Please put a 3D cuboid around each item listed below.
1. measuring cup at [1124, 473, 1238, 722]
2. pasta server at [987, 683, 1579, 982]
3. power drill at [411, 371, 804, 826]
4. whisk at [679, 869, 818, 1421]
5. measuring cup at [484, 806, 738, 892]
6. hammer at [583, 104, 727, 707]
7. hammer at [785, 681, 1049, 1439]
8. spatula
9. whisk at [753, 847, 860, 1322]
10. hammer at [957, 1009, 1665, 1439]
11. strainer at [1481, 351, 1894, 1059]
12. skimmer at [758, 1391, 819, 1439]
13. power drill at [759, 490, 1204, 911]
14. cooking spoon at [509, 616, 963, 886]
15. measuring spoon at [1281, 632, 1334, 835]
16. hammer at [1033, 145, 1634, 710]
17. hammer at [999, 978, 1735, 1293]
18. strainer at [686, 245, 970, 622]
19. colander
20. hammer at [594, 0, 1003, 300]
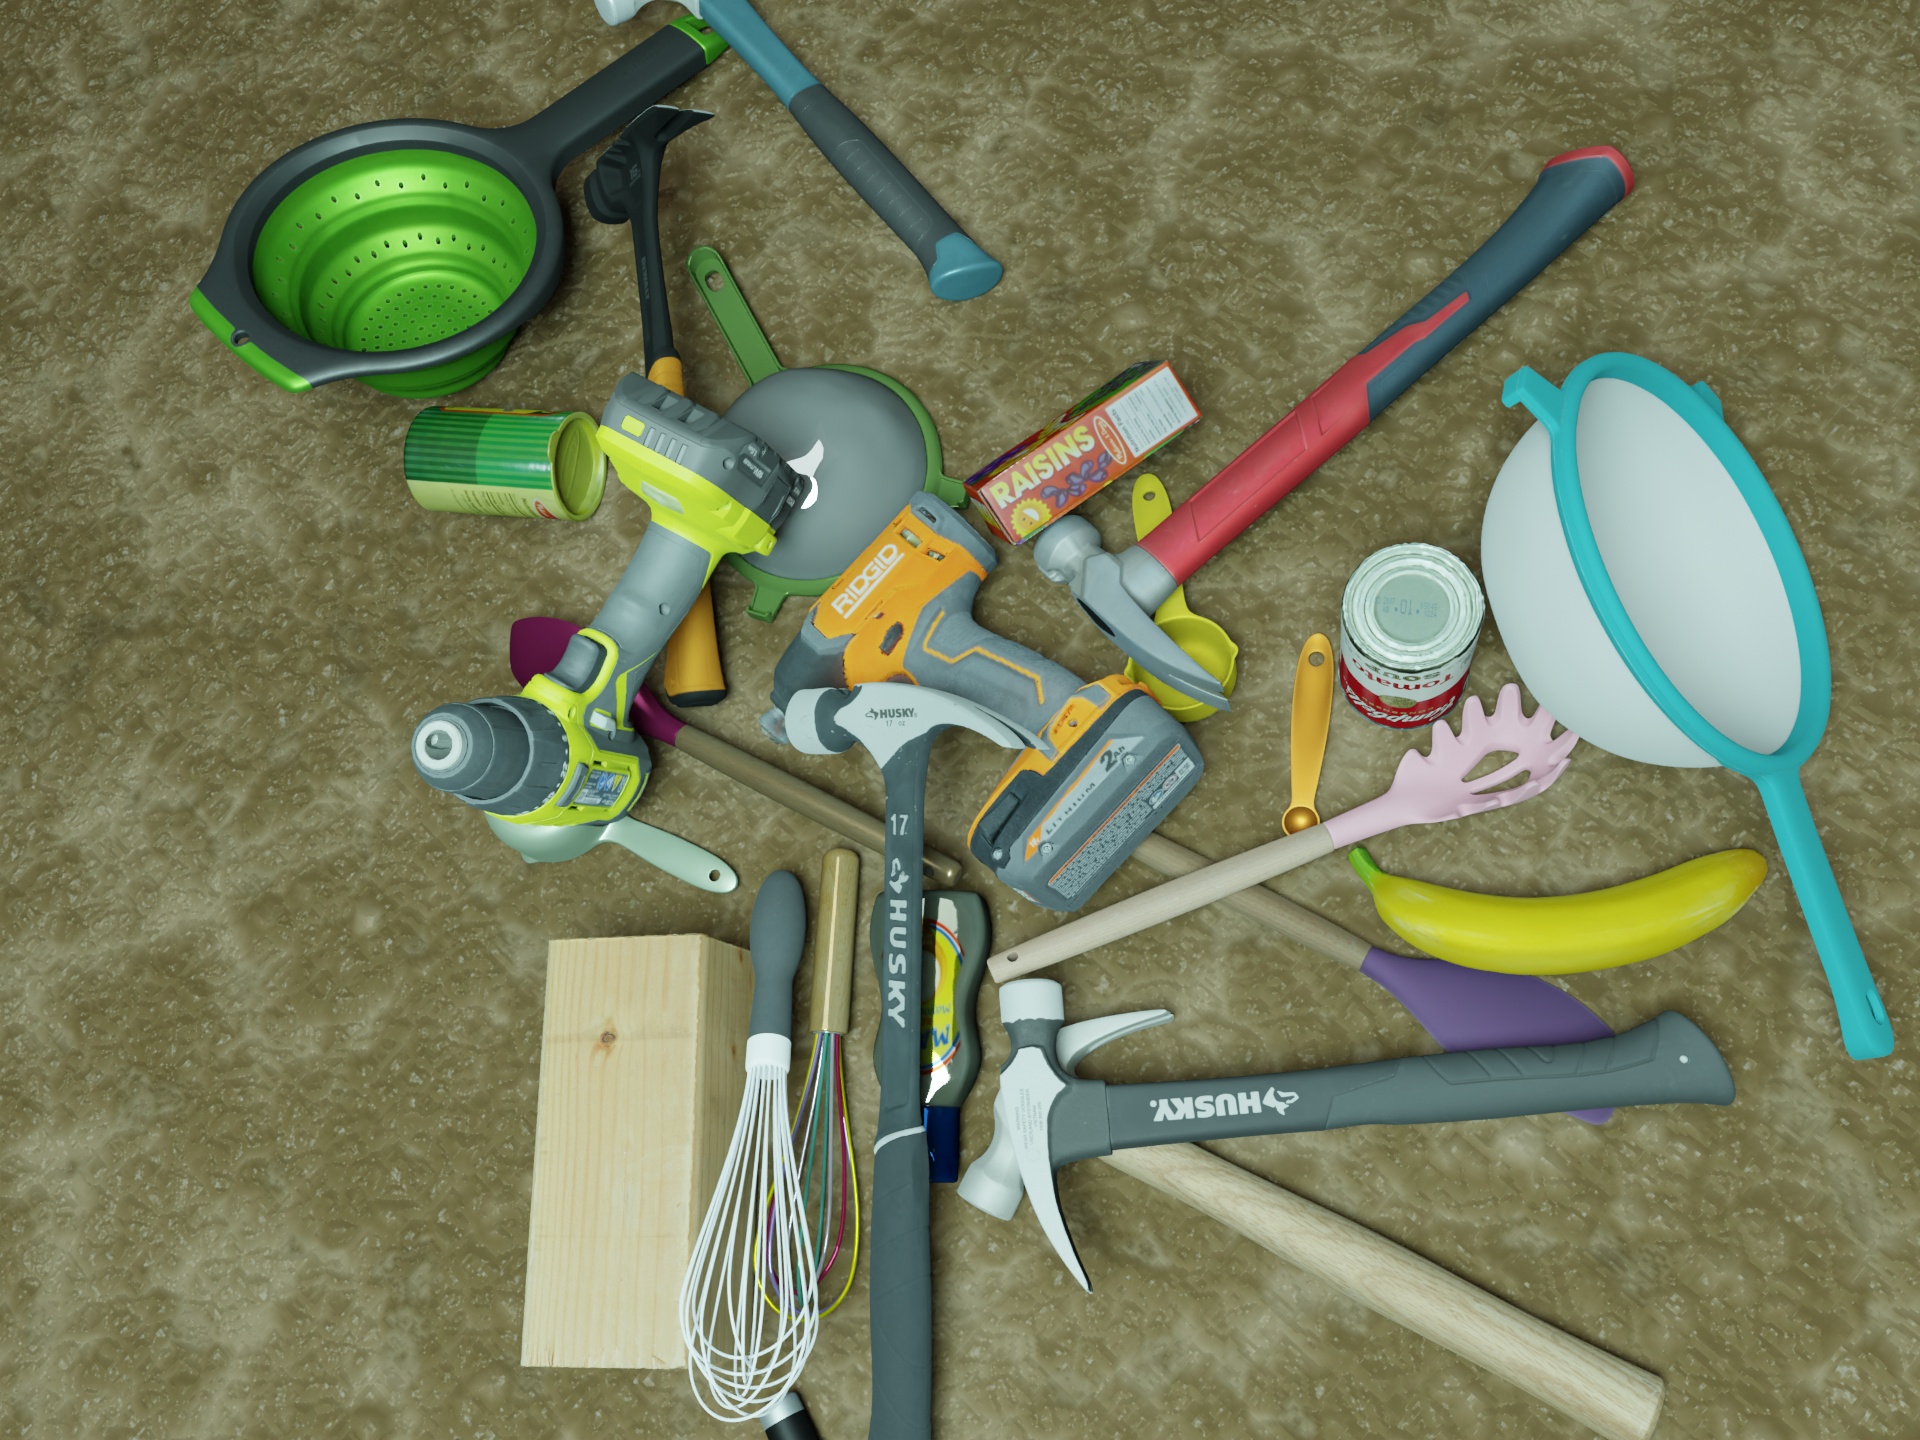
[{"bbox_3d":[0.117,-0.069,0.883,0.062,0.029,0.157,-13,59,12],"label":"measuring cup"},{"bbox_3d":[0.160,0.065,0.804,0.316,0.040,0.060,-22,52,-1],"label":"pasta server"},{"bbox_3d":[-0.179,-0.051,0.801,0.080,0.190,0.228,28,89,11],"label":"power drill"},{"bbox_3d":[-0.099,0.197,0.790,0.070,0.070,0.285,-9,51,11],"label":"whisk"},{"bbox_3d":[-0.201,0.058,0.907,0.168,0.038,0.083,23,80,21],"label":"measuring cup"},{"bbox_3d":[-0.166,-0.176,0.918,0.034,0.127,0.337,-5,87,-33],"label":"hammer"},{"bbox_3d":[-0.025,0.184,0.772,0.149,0.036,0.409,-2,86,40],"label":"hammer"},{"bbox_3d":[0.184,0.107,0.812,0.316,0.018,0.060,26,63,19],"label":"spatula"},{"bbox_3d":[-0.075,0.187,0.839,0.047,0.051,0.245,-3,70,18],"label":"whisk"},{"bbox_3d":[0.169,0.247,0.767,0.331,0.031,0.130,24,81,18],"label":"hammer"},{"bbox_3d":[0.336,-0.002,0.756,0.095,0.211,0.340,-27,75,48],"label":"strainer"},{"bbox_3d":[0.000,0.472,0.710,0.127,0.090,0.364,-18,64,-27],"label":"skimmer"},{"bbox_3d":[-0.001,-0.003,0.848,0.164,0.084,0.227,-47,59,1],"label":"power drill"},{"bbox_3d":[-0.136,0.019,0.890,0.319,0.017,0.068,25,124,21],"label":"cooking spoon"},{"bbox_3d":[0.186,0.009,0.848,0.021,0.011,0.117,4,71,17],"label":"measuring spoon"},{"bbox_3d":[0.227,-0.170,0.857,0.386,0.038,0.143,-41,57,-5],"label":"hammer"},{"bbox_3d":[0.188,0.182,0.749,0.335,0.035,0.146,-6,68,6],"label":"hammer"},{"bbox_3d":[-0.114,-0.197,0.947,0.151,0.069,0.256,-30,71,3],"label":"strainer"},{"bbox_3d":[-0.291,-0.325,1.028,0.205,0.094,0.397,39,68,17],"label":"colander"},{"bbox_3d":[-0.090,-0.383,1.003,0.128,0.033,0.331,-33,73,-19],"label":"hammer"}]
